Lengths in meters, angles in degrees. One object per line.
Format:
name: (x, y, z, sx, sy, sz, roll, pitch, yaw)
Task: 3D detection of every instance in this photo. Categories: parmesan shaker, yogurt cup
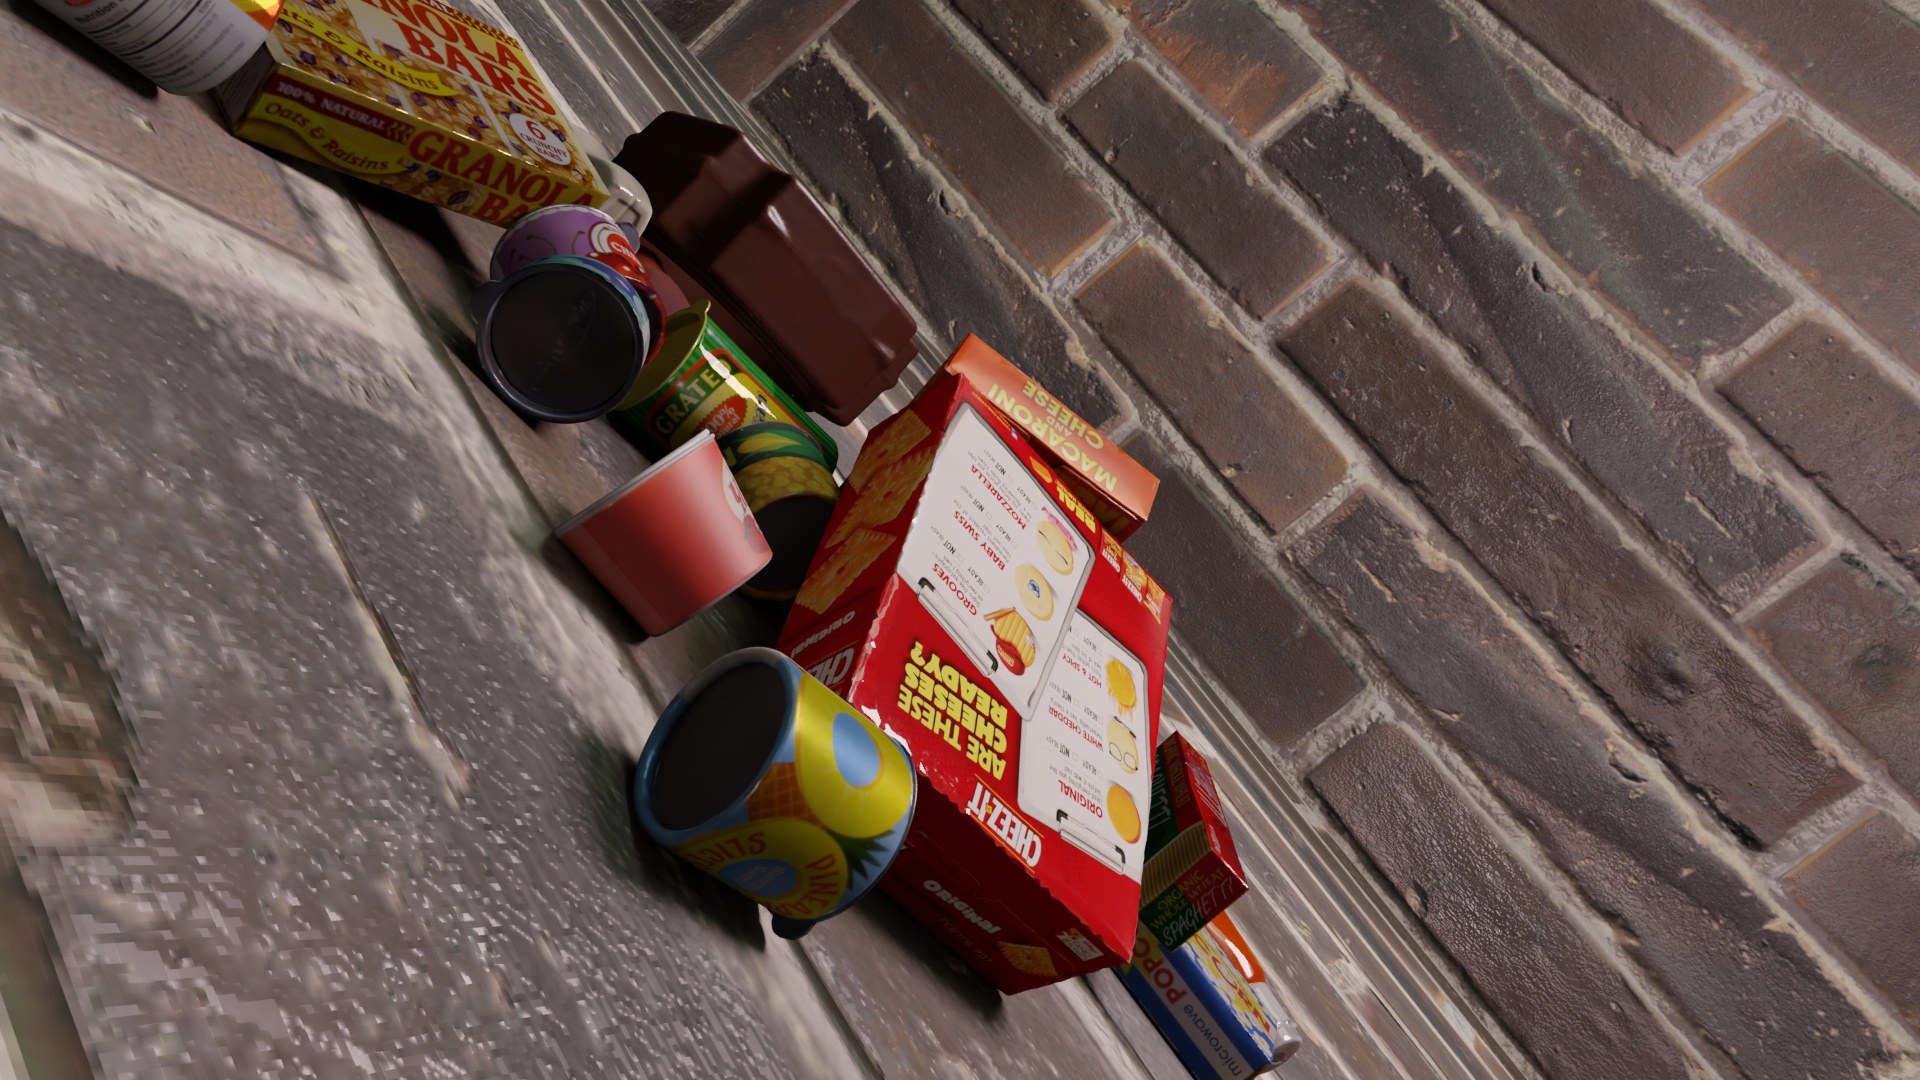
parmesan shaker: (-0.116, -0.061, 0.701, 0.103, 0.071, 0.071, 45, 9, -33)
yogurt cup: (-0.106, -0.001, 0.513, 0.054, 0.072, 0.072, 57, 7, -9)

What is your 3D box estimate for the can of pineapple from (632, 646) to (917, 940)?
can of pineapple: (-0.056, 0.075, 0.421, 0.057, 0.071, 0.071, 44, 10, -36)

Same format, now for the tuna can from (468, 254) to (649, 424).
tuna can: (-0.165, -0.085, 0.573, 0.071, 0.071, 0.033, 47, 7, -18)

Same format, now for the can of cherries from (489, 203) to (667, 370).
can of cherries: (-0.172, -0.111, 0.633, 0.071, 0.071, 0.058, 40, 13, -52)

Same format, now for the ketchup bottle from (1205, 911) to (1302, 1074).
ketchup bottle: (0.147, 0.243, 0.829, 0.064, 0.043, 0.149, 39, 13, -50)

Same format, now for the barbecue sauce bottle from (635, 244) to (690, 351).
barbecue sauce bottle: (-0.172, -0.122, 0.782, 0.064, 0.043, 0.149, 47, 7, -41)

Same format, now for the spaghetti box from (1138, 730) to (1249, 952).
spaghetti box: (0.118, 0.157, 0.768, 0.028, 0.050, 0.250, 49, 7, -1)

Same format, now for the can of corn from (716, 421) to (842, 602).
can of corn: (-0.090, -0.013, 0.655, 0.071, 0.071, 0.058, 43, 11, -42)

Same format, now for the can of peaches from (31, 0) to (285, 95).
can of peaches: (-0.276, -0.197, 0.475, 0.071, 0.071, 0.058, 55, 8, 33)

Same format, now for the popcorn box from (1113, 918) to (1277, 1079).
popcorn box: (0.115, 0.228, 0.747, 0.127, 0.038, 0.085, 52, 9, 14)

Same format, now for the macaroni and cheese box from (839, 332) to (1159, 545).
macaroni and cheese box: (0.003, -0.009, 0.719, 0.123, 0.165, 0.040, 37, 41, -8)

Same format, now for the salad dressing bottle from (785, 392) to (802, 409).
salad dressing bottle: (-0.112, -0.060, 0.830, 0.064, 0.044, 0.148, 46, 7, -15)

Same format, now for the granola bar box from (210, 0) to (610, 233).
granola bar box: (-0.250, -0.202, 0.610, 0.165, 0.039, 0.124, 10, 41, -57)

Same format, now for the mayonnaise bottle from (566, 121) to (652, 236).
mayonnaise bottle: (-0.234, -0.215, 0.824, 0.041, 0.064, 0.148, 35, 12, -49)
